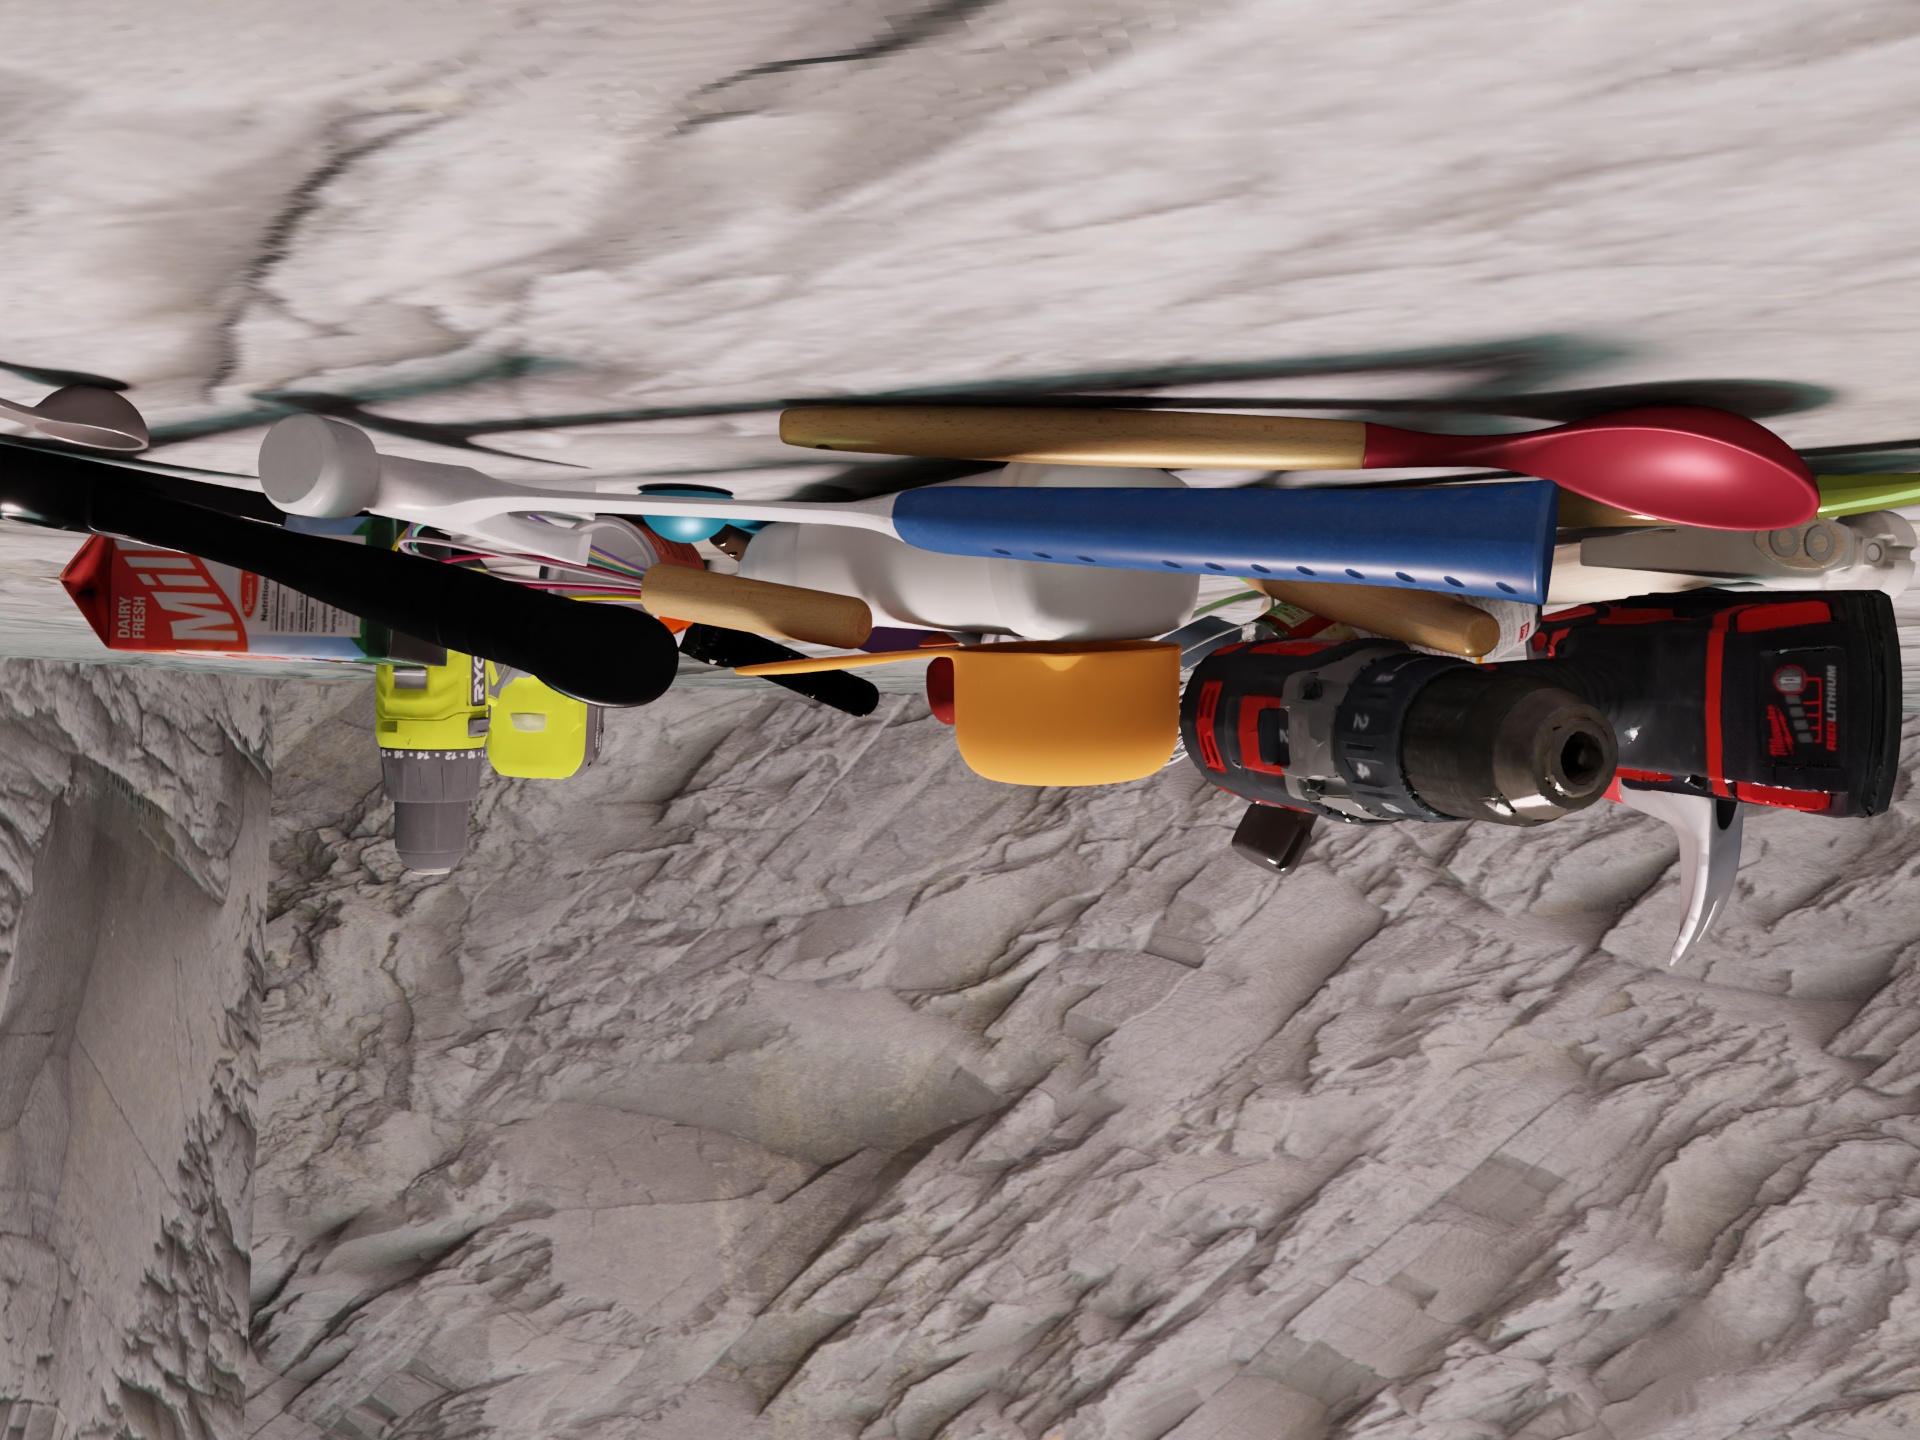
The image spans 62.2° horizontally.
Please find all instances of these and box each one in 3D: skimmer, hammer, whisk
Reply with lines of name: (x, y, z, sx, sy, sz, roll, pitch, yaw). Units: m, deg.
skimmer: (0.040, -0.056, 0.836, 0.127, 0.090, 0.364, -25, -155, -15)
hammer: (0.250, -0.068, 0.800, 0.146, 0.038, 0.411, 4, 178, -16)
hammer: (-0.023, -0.066, 0.514, 0.405, 0.035, 0.144, 6, -179, 24)
hammer: (0.088, -0.017, 0.862, 0.036, 0.149, 0.359, 35, 168, -29)
hammer: (0.206, -0.002, 0.820, 0.038, 0.143, 0.387, -29, -149, -30)
whisk: (-0.147, -0.055, 0.669, 0.245, 0.051, 0.047, 11, -144, 25)
hammer: (-0.230, -0.056, 0.571, 0.335, 0.035, 0.146, 16, -175, 32)

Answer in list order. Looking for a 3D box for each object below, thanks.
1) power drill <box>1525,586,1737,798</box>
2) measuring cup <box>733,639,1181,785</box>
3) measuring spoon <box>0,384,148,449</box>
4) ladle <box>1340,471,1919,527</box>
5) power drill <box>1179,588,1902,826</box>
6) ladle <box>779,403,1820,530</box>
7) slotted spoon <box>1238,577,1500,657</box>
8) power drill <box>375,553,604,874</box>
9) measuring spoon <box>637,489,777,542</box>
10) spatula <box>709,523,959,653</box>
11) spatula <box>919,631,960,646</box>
power drill: (0.372, -0.028, 0.829, 0.143, 0.078, 0.219, -9, -172, 20)
measuring cup: (-0.001, -0.002, 0.614, 0.173, 0.052, 0.095, -3, -174, 6)
measuring spoon: (-0.307, -0.107, 0.481, 0.034, 0.018, 0.124, 1, 172, 34)
ladle: (0.266, -0.064, 0.550, 0.320, 0.062, 0.078, 4, 177, 36)
power drill: (0.210, -0.001, 0.540, 0.226, 0.080, 0.188, -4, -175, -19)
ladle: (0.098, -0.085, 0.494, 0.315, 0.031, 0.069, 4, 169, 7)
slotted spoon: (0.123, -0.054, 0.592, 0.070, 0.031, 0.314, 0, -169, -8)
power drill: (-0.307, -0.008, 1.033, 0.080, 0.190, 0.228, 2, -177, 7)
measuring spoon: (-0.109, -0.087, 0.738, 0.042, 0.021, 0.128, 1, 179, 16)
spatula: (-0.072, -0.067, 0.927, 0.060, 0.018, 0.315, -9, 169, 16)
spatula: (0.099, -0.064, 1.089, 0.081, 0.041, 0.322, -5, 176, 38)
